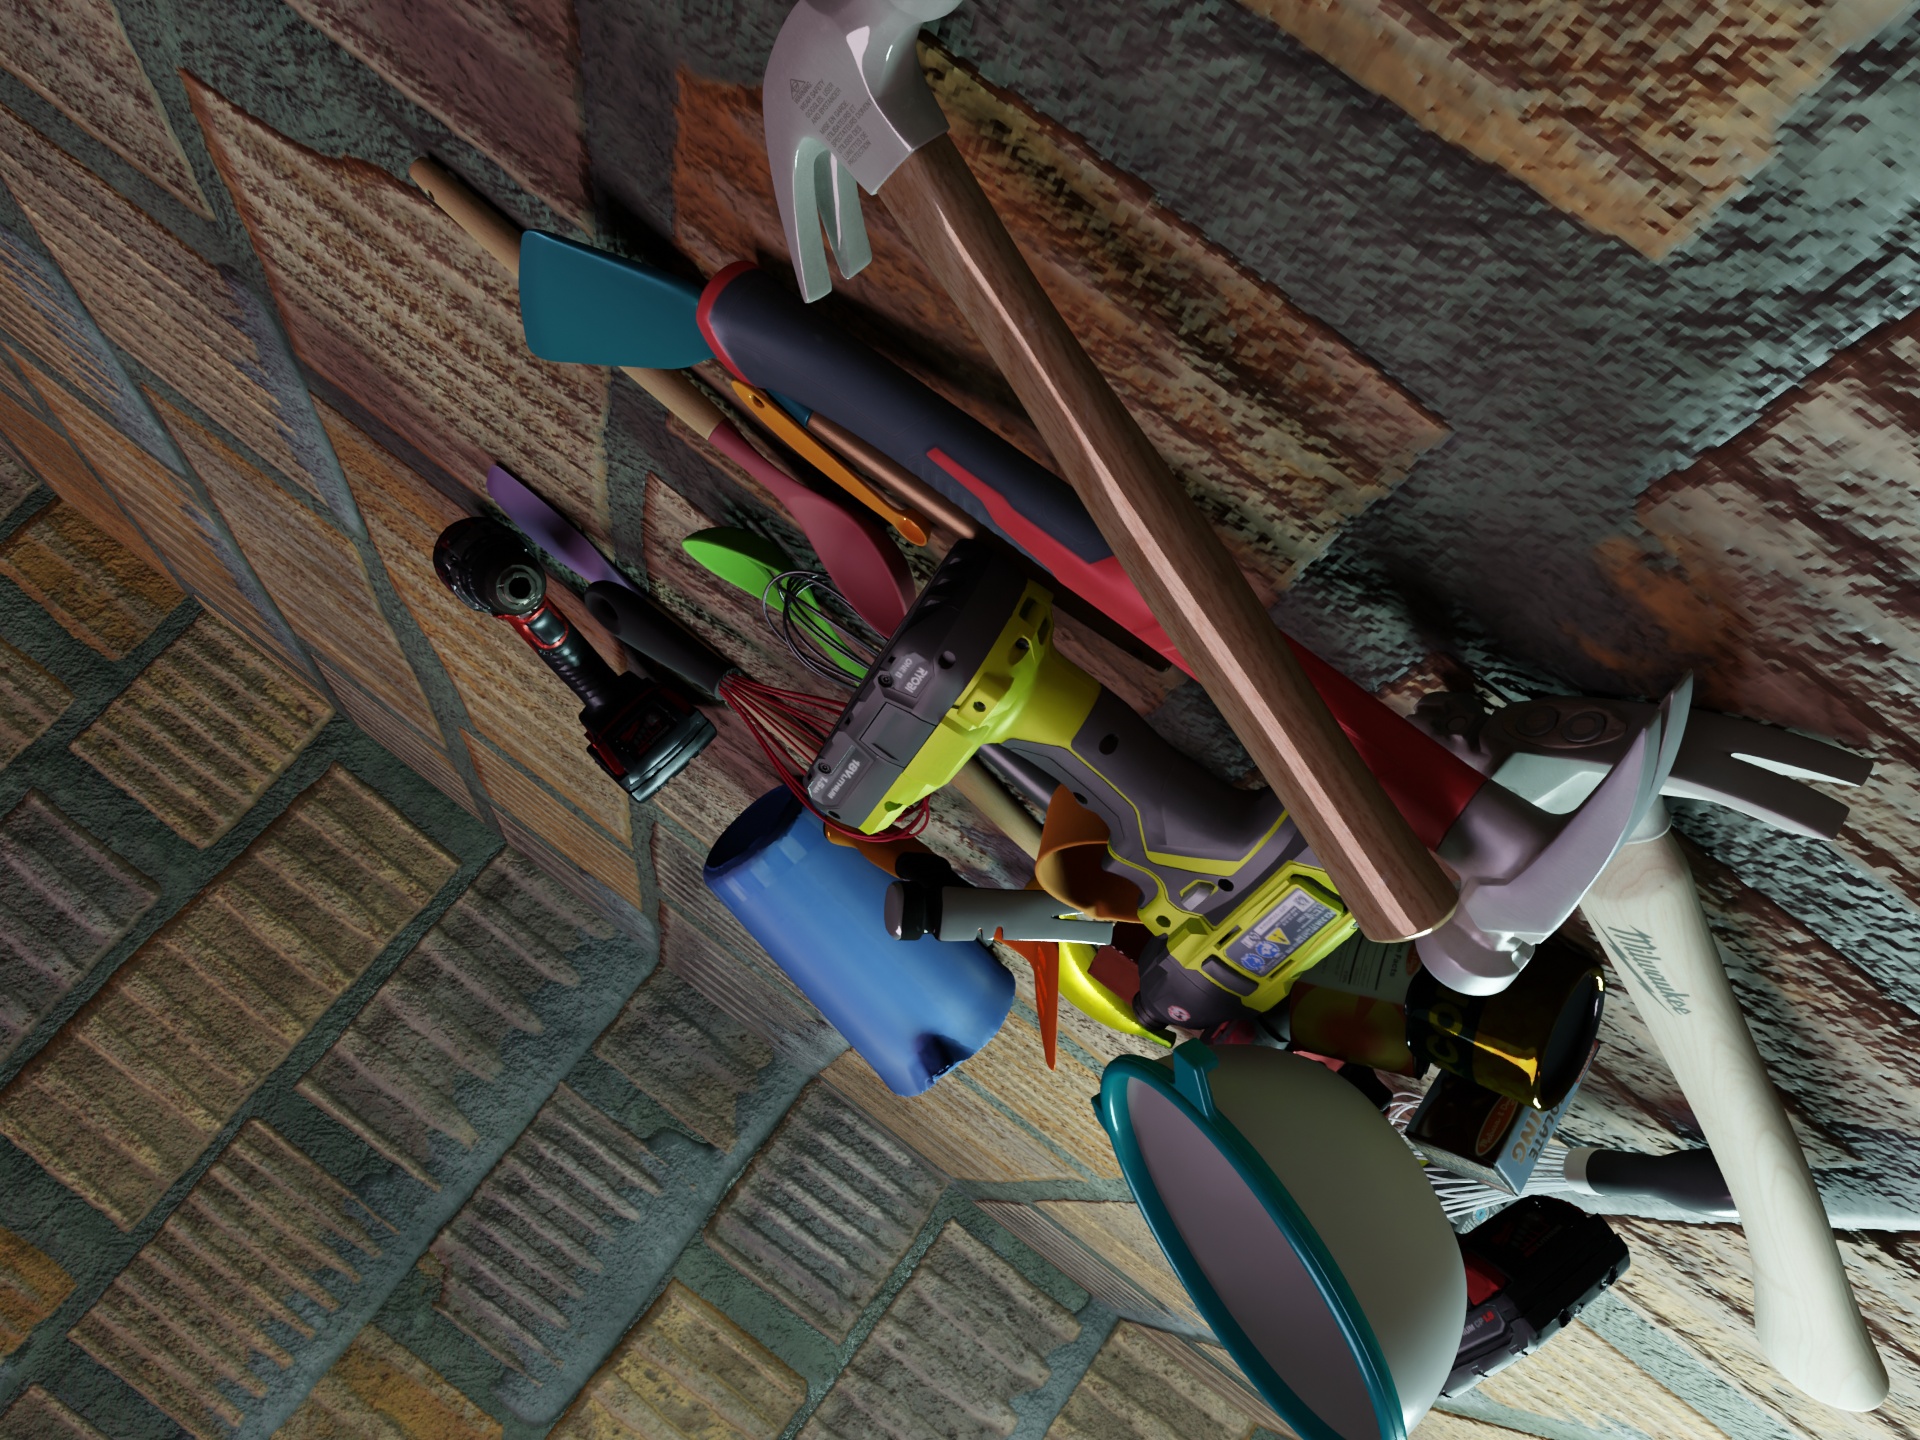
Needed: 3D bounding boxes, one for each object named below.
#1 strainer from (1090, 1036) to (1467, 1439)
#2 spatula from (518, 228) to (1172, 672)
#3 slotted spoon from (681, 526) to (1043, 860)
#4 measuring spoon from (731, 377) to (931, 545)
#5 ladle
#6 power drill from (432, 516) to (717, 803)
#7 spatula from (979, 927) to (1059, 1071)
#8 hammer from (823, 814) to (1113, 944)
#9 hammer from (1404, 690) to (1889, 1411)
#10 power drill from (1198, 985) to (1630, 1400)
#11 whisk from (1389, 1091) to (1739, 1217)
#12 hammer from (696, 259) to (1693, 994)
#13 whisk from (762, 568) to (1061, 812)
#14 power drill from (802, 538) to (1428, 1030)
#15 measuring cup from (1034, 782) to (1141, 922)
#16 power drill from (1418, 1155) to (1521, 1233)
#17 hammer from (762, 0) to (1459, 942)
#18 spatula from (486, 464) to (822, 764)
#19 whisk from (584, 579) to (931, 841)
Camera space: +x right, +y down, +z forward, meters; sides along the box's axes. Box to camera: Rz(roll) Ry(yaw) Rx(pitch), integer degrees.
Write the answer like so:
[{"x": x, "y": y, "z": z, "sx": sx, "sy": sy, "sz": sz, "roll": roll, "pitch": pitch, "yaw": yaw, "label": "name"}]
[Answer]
[{"x": 0.194, "y": 0.278, "z": 0.714, "sx": 0.340, "sy": 0.095, "sz": 0.211, "roll": 57, "pitch": 163, "yaw": 13, "label": "strainer"}, {"x": -0.046, "y": -0.107, "z": 0.672, "sx": 0.317, "sy": 0.044, "sz": 0.082, "roll": 35, "pitch": 151, "yaw": 5, "label": "spatula"}, {"x": -0.035, "y": -0.006, "z": 0.906, "sx": 0.313, "sy": 0.031, "sz": 0.070, "roll": 45, "pitch": 160, "yaw": -24, "label": "slotted spoon"}, {"x": -0.057, "y": -0.119, "z": 0.719, "sx": 0.117, "sy": 0.011, "sz": 0.021, "roll": 40, "pitch": 161, "yaw": 6, "label": "measuring spoon"}, {"x": -0.135, "y": -0.154, "z": 0.750, "sx": 0.315, "sy": 0.031, "sz": 0.069, "roll": 41, "pitch": 158, "yaw": -4, "label": "ladle"}, {"x": -0.276, "y": -0.048, "z": 1.129, "sx": 0.226, "sy": 0.080, "sz": 0.188, "roll": 52, "pitch": 168, "yaw": -26, "label": "power drill"}, {"x": -0.002, "y": 0.125, "z": 1.047, "sx": 0.323, "sy": 0.041, "sz": 0.081, "roll": 28, "pitch": 121, "yaw": 58, "label": "spatula"}, {"x": -0.022, "y": 0.089, "z": 0.994, "sx": 0.127, "sy": 0.034, "sz": 0.337, "roll": 3, "pitch": -176, "yaw": -17, "label": "hammer"}, {"x": 0.302, "y": 0.149, "z": 0.601, "sx": 0.146, "sy": 0.038, "sz": 0.410, "roll": 10, "pitch": 142, "yaw": 51, "label": "hammer"}, {"x": 0.217, "y": 0.214, "z": 0.804, "sx": 0.220, "sy": 0.078, "sz": 0.143, "roll": 52, "pitch": 146, "yaw": 23, "label": "power drill"}, {"x": 0.297, "y": 0.227, "z": 0.813, "sx": 0.070, "sy": 0.070, "sz": 0.284, "roll": 42, "pitch": 155, "yaw": -12, "label": "whisk"}, {"x": 0.053, "y": -0.066, "z": 0.550, "sx": 0.386, "sy": 0.038, "sz": 0.143, "roll": 38, "pitch": 145, "yaw": 19, "label": "hammer"}, {"x": -0.002, "y": -0.002, "z": 0.830, "sx": 0.239, "sy": 0.055, "sz": 0.055, "roll": 37, "pitch": 161, "yaw": -10, "label": "whisk"}, {"x": 0.056, "y": 0.040, "z": 0.669, "sx": 0.223, "sy": 0.080, "sz": 0.171, "roll": 33, "pitch": 132, "yaw": -5, "label": "power drill"}, {"x": 0.123, "y": 0.067, "z": 0.774, "sx": 0.173, "sy": 0.052, "sz": 0.095, "roll": 14, "pitch": 150, "yaw": -8, "label": "measuring cup"}, {"x": 0.273, "y": 0.325, "z": 1.039, "sx": 0.190, "sy": 0.080, "sz": 0.228, "roll": 47, "pitch": 162, "yaw": -23, "label": "power drill"}, {"x": 0.049, "y": -0.070, "z": 0.483, "sx": 0.331, "sy": 0.031, "sz": 0.130, "roll": 55, "pitch": 152, "yaw": -8, "label": "hammer"}, {"x": -0.197, "y": -0.060, "z": 1.078, "sx": 0.316, "sy": 0.018, "sz": 0.059, "roll": 40, "pitch": 152, "yaw": -4, "label": "spatula"}, {"x": -0.132, "y": -0.015, "z": 1.000, "sx": 0.296, "sy": 0.073, "sz": 0.073, "roll": 32, "pitch": 160, "yaw": 24, "label": "whisk"}]
